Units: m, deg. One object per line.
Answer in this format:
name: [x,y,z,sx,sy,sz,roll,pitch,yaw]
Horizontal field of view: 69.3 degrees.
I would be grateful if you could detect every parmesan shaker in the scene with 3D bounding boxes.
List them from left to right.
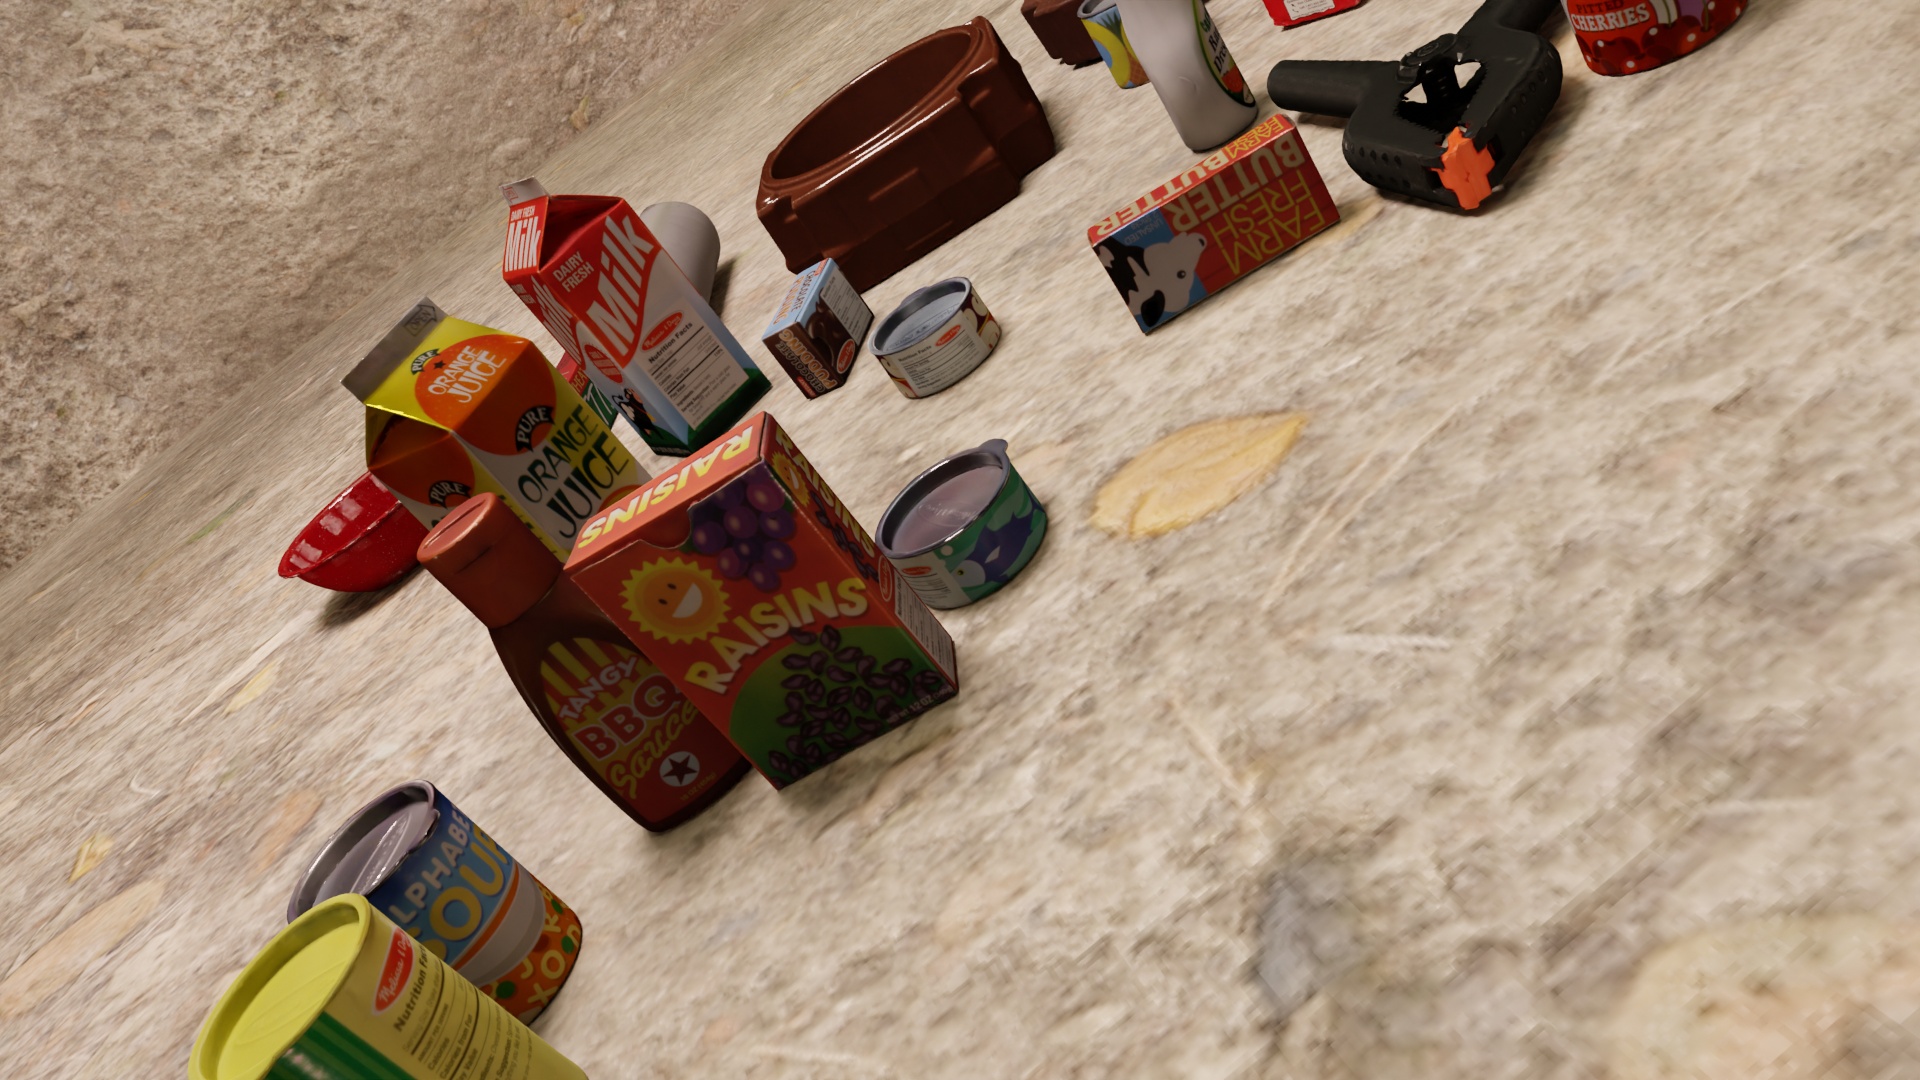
parmesan shaker: [-0.174,0.170,0.432,0.071,0.103,0.072,-28,29,17]

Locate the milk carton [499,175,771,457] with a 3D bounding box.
milk carton: [-0.213,-0.145,0.866,0.074,0.190,0.072,-49,29,-21]

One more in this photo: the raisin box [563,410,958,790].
raisin box: [-0.070,0.025,0.512,0.086,0.123,0.040,-29,28,15]

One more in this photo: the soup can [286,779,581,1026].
soup can: [-0.192,0.141,0.518,0.071,0.083,0.072,-28,29,17]

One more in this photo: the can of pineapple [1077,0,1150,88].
can of pineapple: [0.122,-0.347,0.933,0.071,0.057,0.071,-28,29,17]

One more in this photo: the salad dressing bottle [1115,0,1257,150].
salad dressing bottle: [0.110,-0.286,0.755,0.044,0.147,0.064,-20,32,29]

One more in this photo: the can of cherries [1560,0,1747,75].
can of cherries: [0.282,-0.235,0.576,0.071,0.058,0.072,-28,29,17]

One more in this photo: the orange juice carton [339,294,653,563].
orange juice carton: [-0.214,-0.027,0.683,0.073,0.192,0.072,-16,34,35]

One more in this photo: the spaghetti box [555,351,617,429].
spaghetti box: [-0.282,-0.091,1.013,0.028,0.050,0.251,-28,29,17]

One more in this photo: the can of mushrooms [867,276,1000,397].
can of mushrooms: [-0.014,-0.111,0.754,0.071,0.033,0.071,-28,29,17]

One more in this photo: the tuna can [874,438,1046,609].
tuna can: [0.002,-0.007,0.576,0.071,0.032,0.071,-28,29,17]

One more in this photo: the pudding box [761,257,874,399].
pudding box: [-0.086,-0.131,0.849,0.030,0.049,0.084,-22,31,27]

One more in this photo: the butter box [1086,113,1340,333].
butter box: [0.115,-0.144,0.634,0.103,0.053,0.024,-30,28,14]

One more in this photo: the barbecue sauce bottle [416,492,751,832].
barbecue sauce bottle: [-0.144,0.046,0.539,0.065,0.148,0.044,-38,27,-1]
